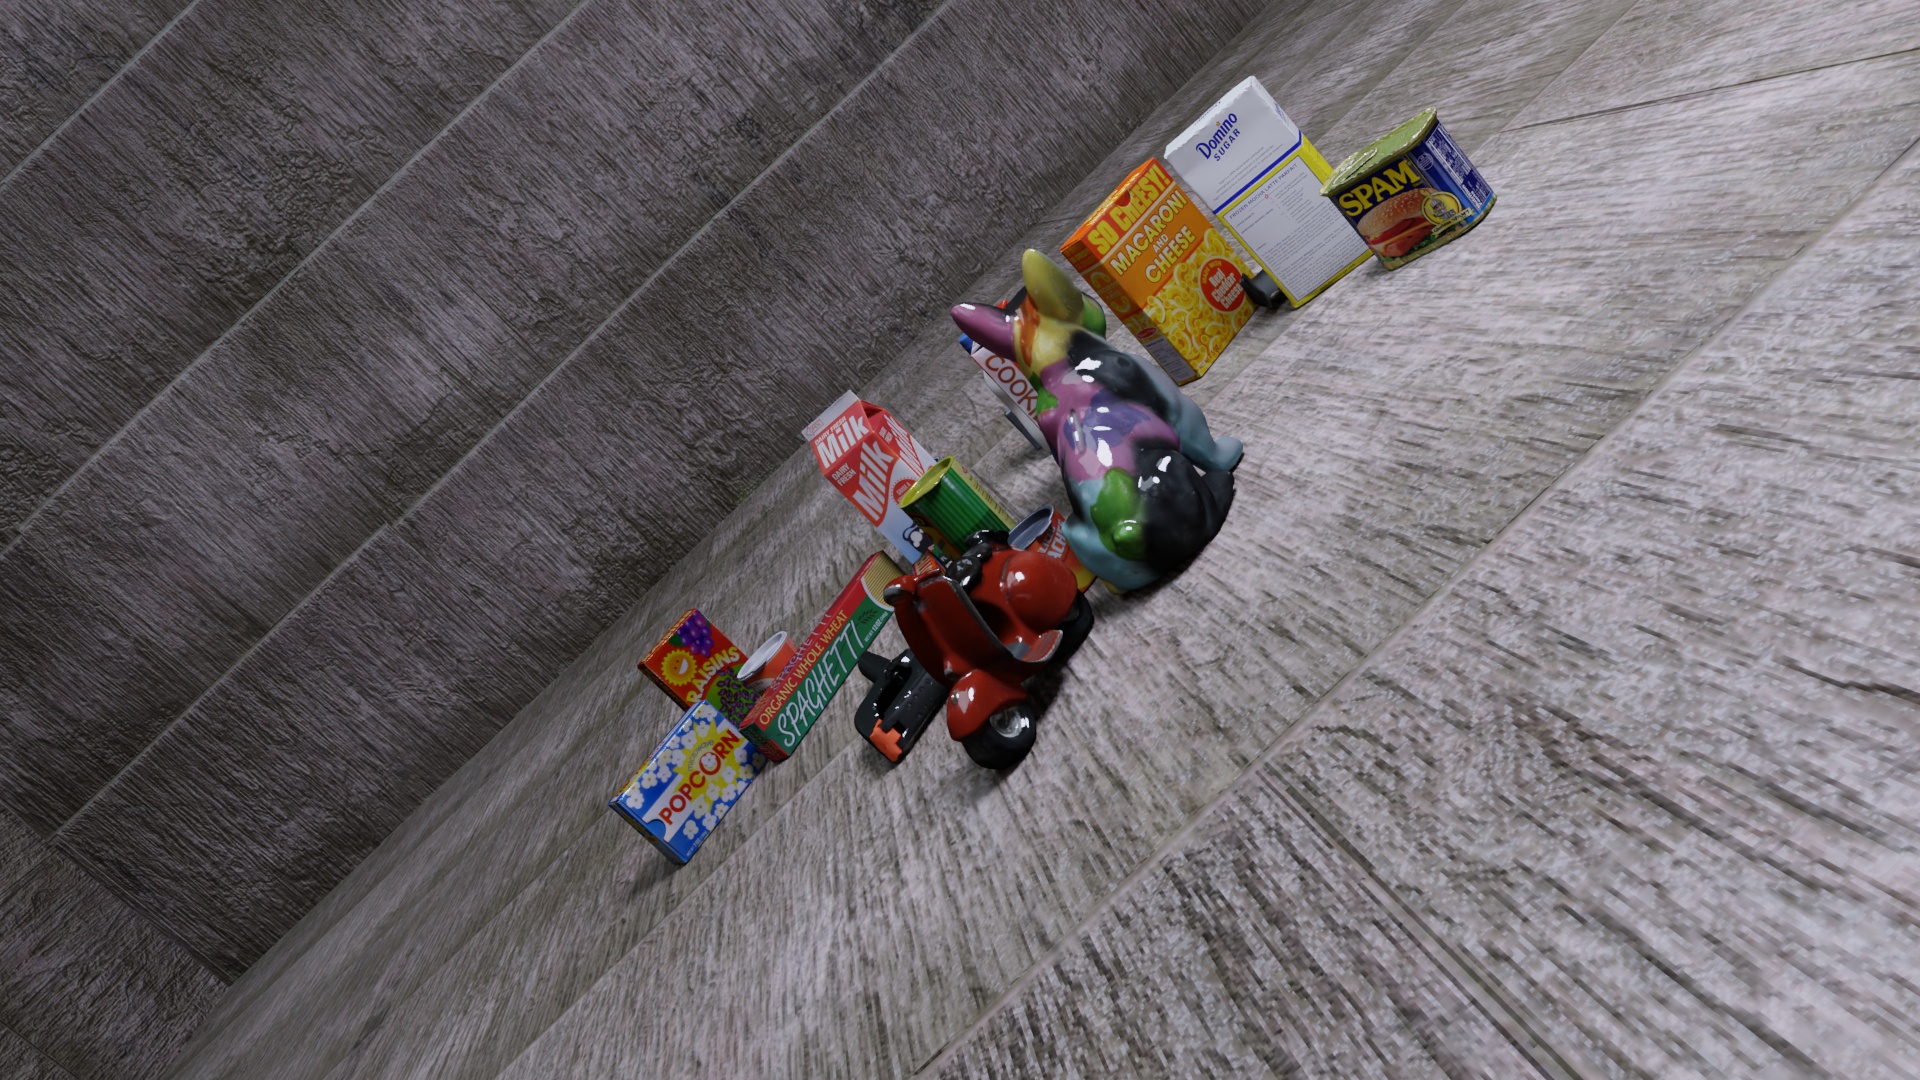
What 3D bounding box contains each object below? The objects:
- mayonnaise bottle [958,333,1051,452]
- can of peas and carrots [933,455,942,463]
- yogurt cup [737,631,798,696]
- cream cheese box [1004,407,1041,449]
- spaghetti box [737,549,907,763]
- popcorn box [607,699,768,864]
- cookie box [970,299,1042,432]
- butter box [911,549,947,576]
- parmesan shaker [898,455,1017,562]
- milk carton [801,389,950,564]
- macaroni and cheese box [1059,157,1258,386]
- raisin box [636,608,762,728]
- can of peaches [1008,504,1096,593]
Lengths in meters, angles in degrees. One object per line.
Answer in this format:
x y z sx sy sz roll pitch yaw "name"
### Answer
0.060 -0.160 1.410 0.041 0.148 0.065 -33 17 40 "mayonnaise bottle"
-0.026 -0.050 1.516 0.071 0.058 0.071 -41 13 12 "can of peas and carrots"
-0.187 0.135 1.429 0.072 0.054 0.072 -41 13 12 "yogurt cup"
0.101 -0.149 1.462 0.103 0.053 0.024 -41 13 12 "cream cheese box"
-0.125 0.107 1.340 0.028 0.050 0.251 -29 19 47 "spaghetti box"
-0.249 0.221 1.275 0.038 0.085 0.127 -25 22 54 "popcorn box"
0.080 -0.127 1.205 0.040 0.167 0.123 -40 13 15 "cookie box"
-0.015 0.045 1.203 0.024 0.053 0.104 -42 13 6 "butter box"
0.004 -0.015 1.224 0.071 0.103 0.071 -41 13 12 "parmesan shaker"
-0.069 -0.061 1.390 0.072 0.190 0.074 -39 14 20 "milk carton"
0.187 -0.242 1.253 0.124 0.166 0.040 -50 14 -24 "macaroni and cheese box"
-0.274 0.145 1.500 0.086 0.123 0.040 -49 14 -24 "raisin box"
0.065 0.016 1.046 0.071 0.058 0.071 -41 13 12 "can of peaches"
